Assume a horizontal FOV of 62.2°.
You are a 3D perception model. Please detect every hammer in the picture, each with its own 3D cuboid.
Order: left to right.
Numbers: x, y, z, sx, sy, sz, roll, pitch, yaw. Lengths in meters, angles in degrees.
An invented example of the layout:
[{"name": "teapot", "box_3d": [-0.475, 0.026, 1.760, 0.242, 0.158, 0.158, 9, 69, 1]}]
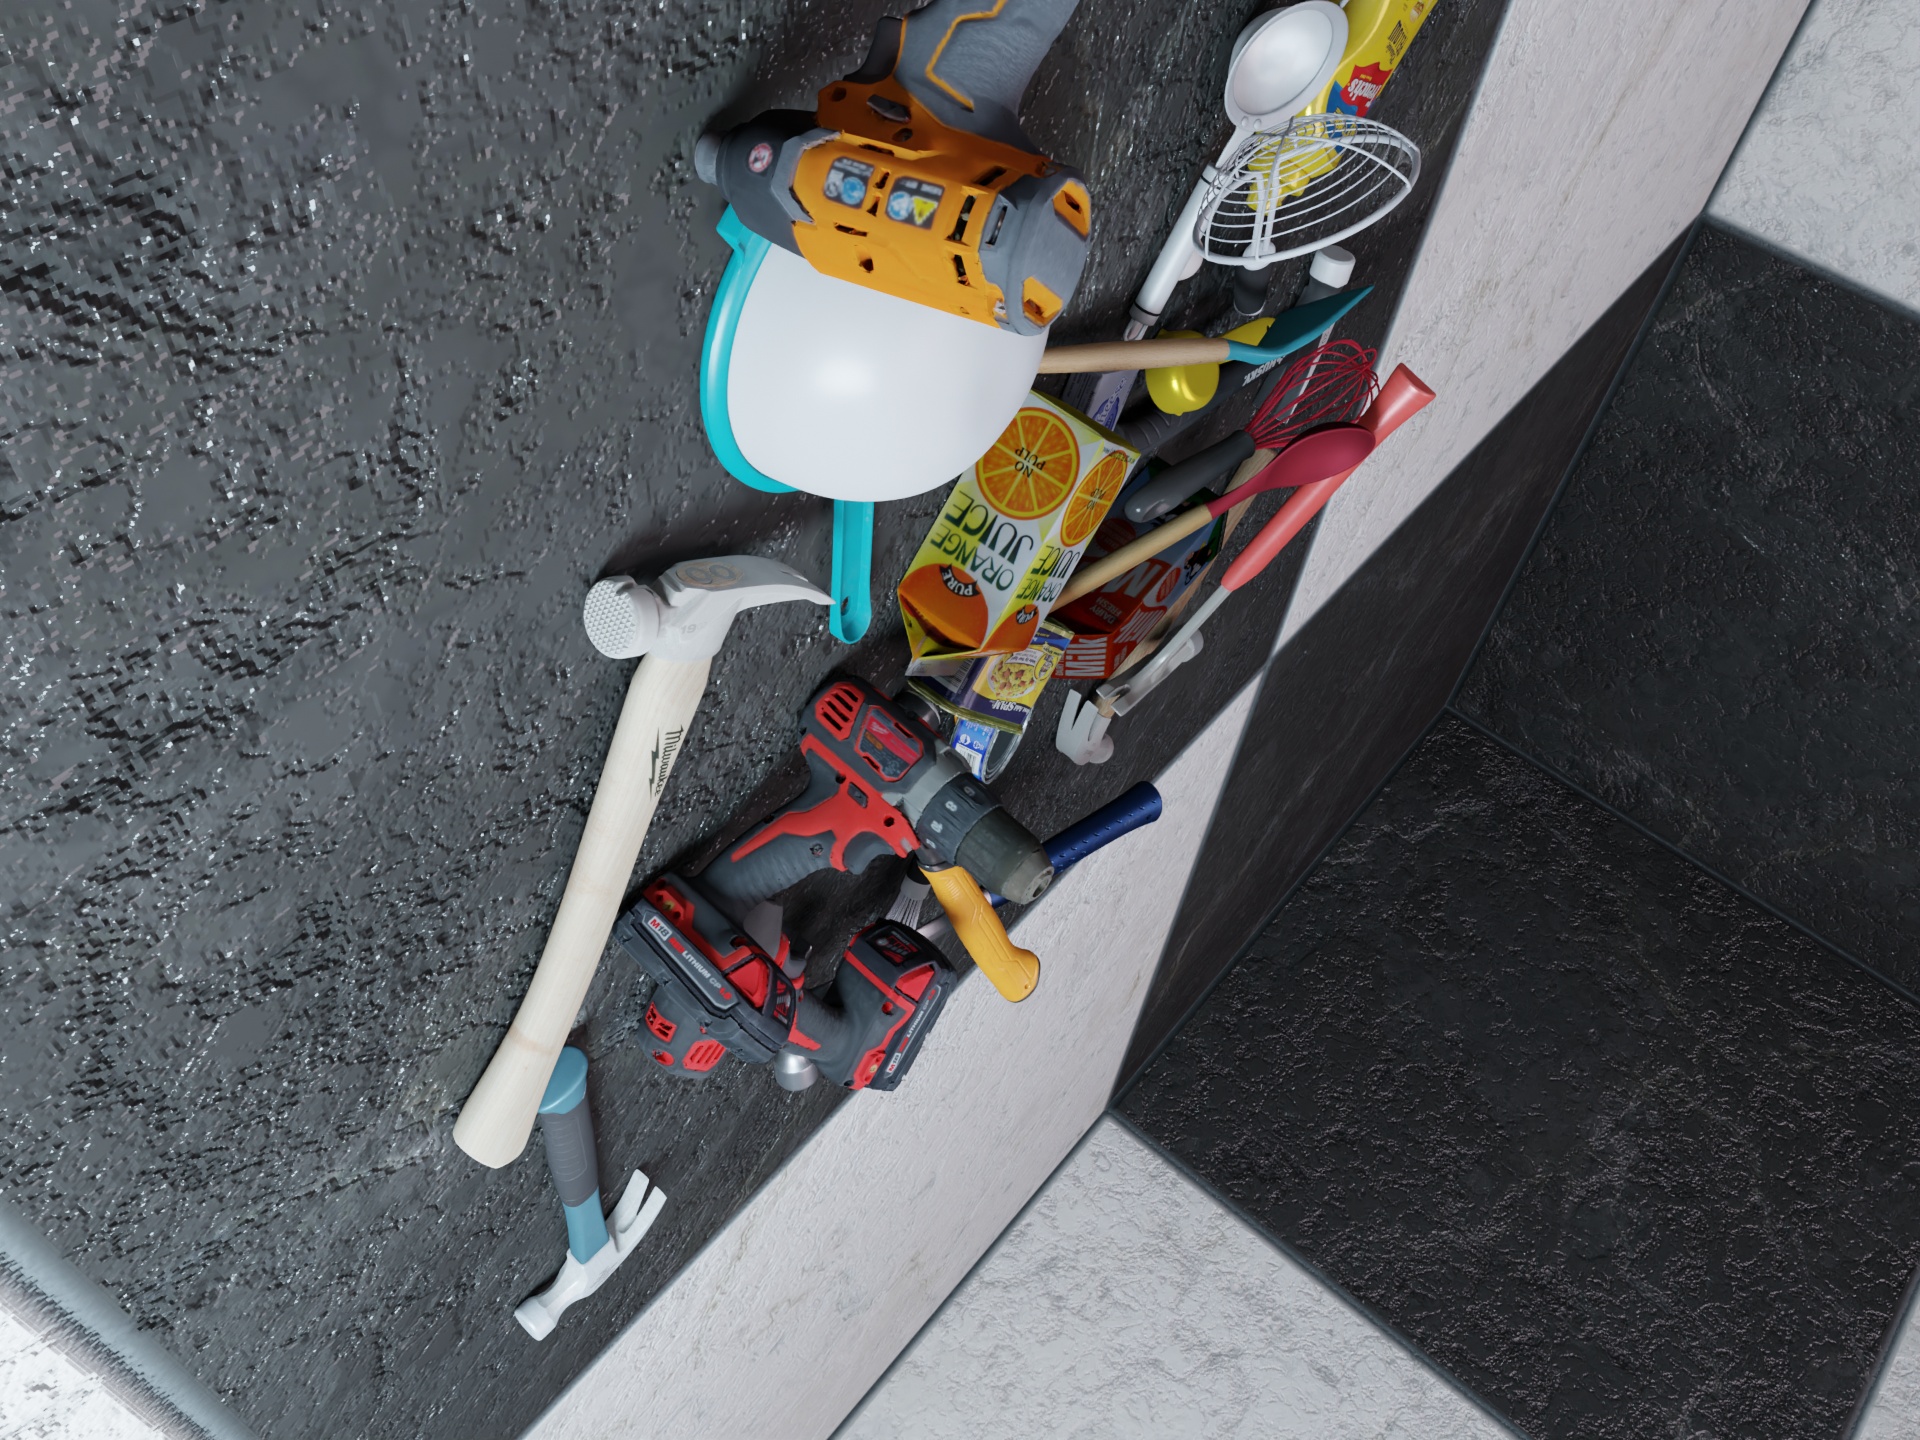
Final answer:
[{"name": "hammer", "box_3d": [-0.264, 0.319, 1.096, 0.128, 0.033, 0.330, -40, 155, -33]}, {"name": "hammer", "box_3d": [-0.193, 0.091, 0.875, 0.146, 0.038, 0.410, -15, 138, -52]}, {"name": "hammer", "box_3d": [-0.013, 0.125, 1.194, 0.127, 0.034, 0.336, -48, 139, -17]}, {"name": "hammer", "box_3d": [0.012, 0.145, 1.290, 0.405, 0.035, 0.144, -28, 133, -31]}, {"name": "hammer", "box_3d": [0.187, -0.103, 1.438, 0.331, 0.031, 0.130, -58, 160, 8]}, {"name": "hammer", "box_3d": [0.193, -0.250, 1.214, 0.335, 0.035, 0.146, -37, 153, -40]}, {"name": "hammer", "box_3d": [0.244, -0.141, 1.275, 0.149, 0.037, 0.359, -35, 168, -49]}]

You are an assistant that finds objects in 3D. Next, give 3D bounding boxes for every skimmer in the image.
[{"name": "skimmer", "box_3d": [0.203, -0.287, 1.002, 0.127, 0.090, 0.363, -26, 176, 6]}]

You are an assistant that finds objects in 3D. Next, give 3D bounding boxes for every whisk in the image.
[{"name": "whisk", "box_3d": [-0.047, 0.163, 1.307, 0.070, 0.070, 0.284, -18, 134, -59]}, {"name": "whisk", "box_3d": [0.228, -0.217, 1.213, 0.296, 0.073, 0.073, -33, 152, -31]}]

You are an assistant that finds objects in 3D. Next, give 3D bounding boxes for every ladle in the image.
[{"name": "ladle", "box_3d": [0.159, -0.139, 1.164, 0.315, 0.031, 0.069, -29, 155, -1]}]

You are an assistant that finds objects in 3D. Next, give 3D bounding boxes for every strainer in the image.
[{"name": "strainer", "box_3d": [-0.024, -0.142, 0.810, 0.211, 0.095, 0.340, -41, 155, -33]}, {"name": "strainer", "box_3d": [0.161, -0.346, 0.985, 0.086, 0.050, 0.258, -6, 137, -41]}]

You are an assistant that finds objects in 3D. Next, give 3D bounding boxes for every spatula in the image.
[{"name": "spatula", "box_3d": [0.151, -0.253, 1.044, 0.317, 0.082, 0.044, -14, 97, -39]}]

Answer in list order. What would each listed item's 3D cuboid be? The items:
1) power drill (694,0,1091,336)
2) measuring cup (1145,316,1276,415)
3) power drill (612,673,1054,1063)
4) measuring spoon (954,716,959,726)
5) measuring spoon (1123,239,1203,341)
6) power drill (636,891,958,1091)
[{"name": "power drill", "box_3d": [-0.006, -0.273, 0.593, 0.084, 0.164, 0.226, 3, 107, -67]}, {"name": "measuring cup", "box_3d": [0.191, -0.264, 1.136, 0.156, 0.029, 0.062, -31, 114, -36]}, {"name": "power drill", "box_3d": [-0.074, 0.101, 0.962, 0.227, 0.188, 0.080, -46, 158, -10]}, {"name": "measuring spoon", "box_3d": [-0.002, -0.004, 1.209, 0.021, 0.011, 0.116, -60, 165, -15]}, {"name": "measuring spoon", "box_3d": [0.130, -0.268, 1.066, 0.034, 0.018, 0.124, -12, 135, -62]}, {"name": "power drill", "box_3d": [-0.109, 0.181, 1.099, 0.219, 0.079, 0.143, 22, 99, -49]}]
